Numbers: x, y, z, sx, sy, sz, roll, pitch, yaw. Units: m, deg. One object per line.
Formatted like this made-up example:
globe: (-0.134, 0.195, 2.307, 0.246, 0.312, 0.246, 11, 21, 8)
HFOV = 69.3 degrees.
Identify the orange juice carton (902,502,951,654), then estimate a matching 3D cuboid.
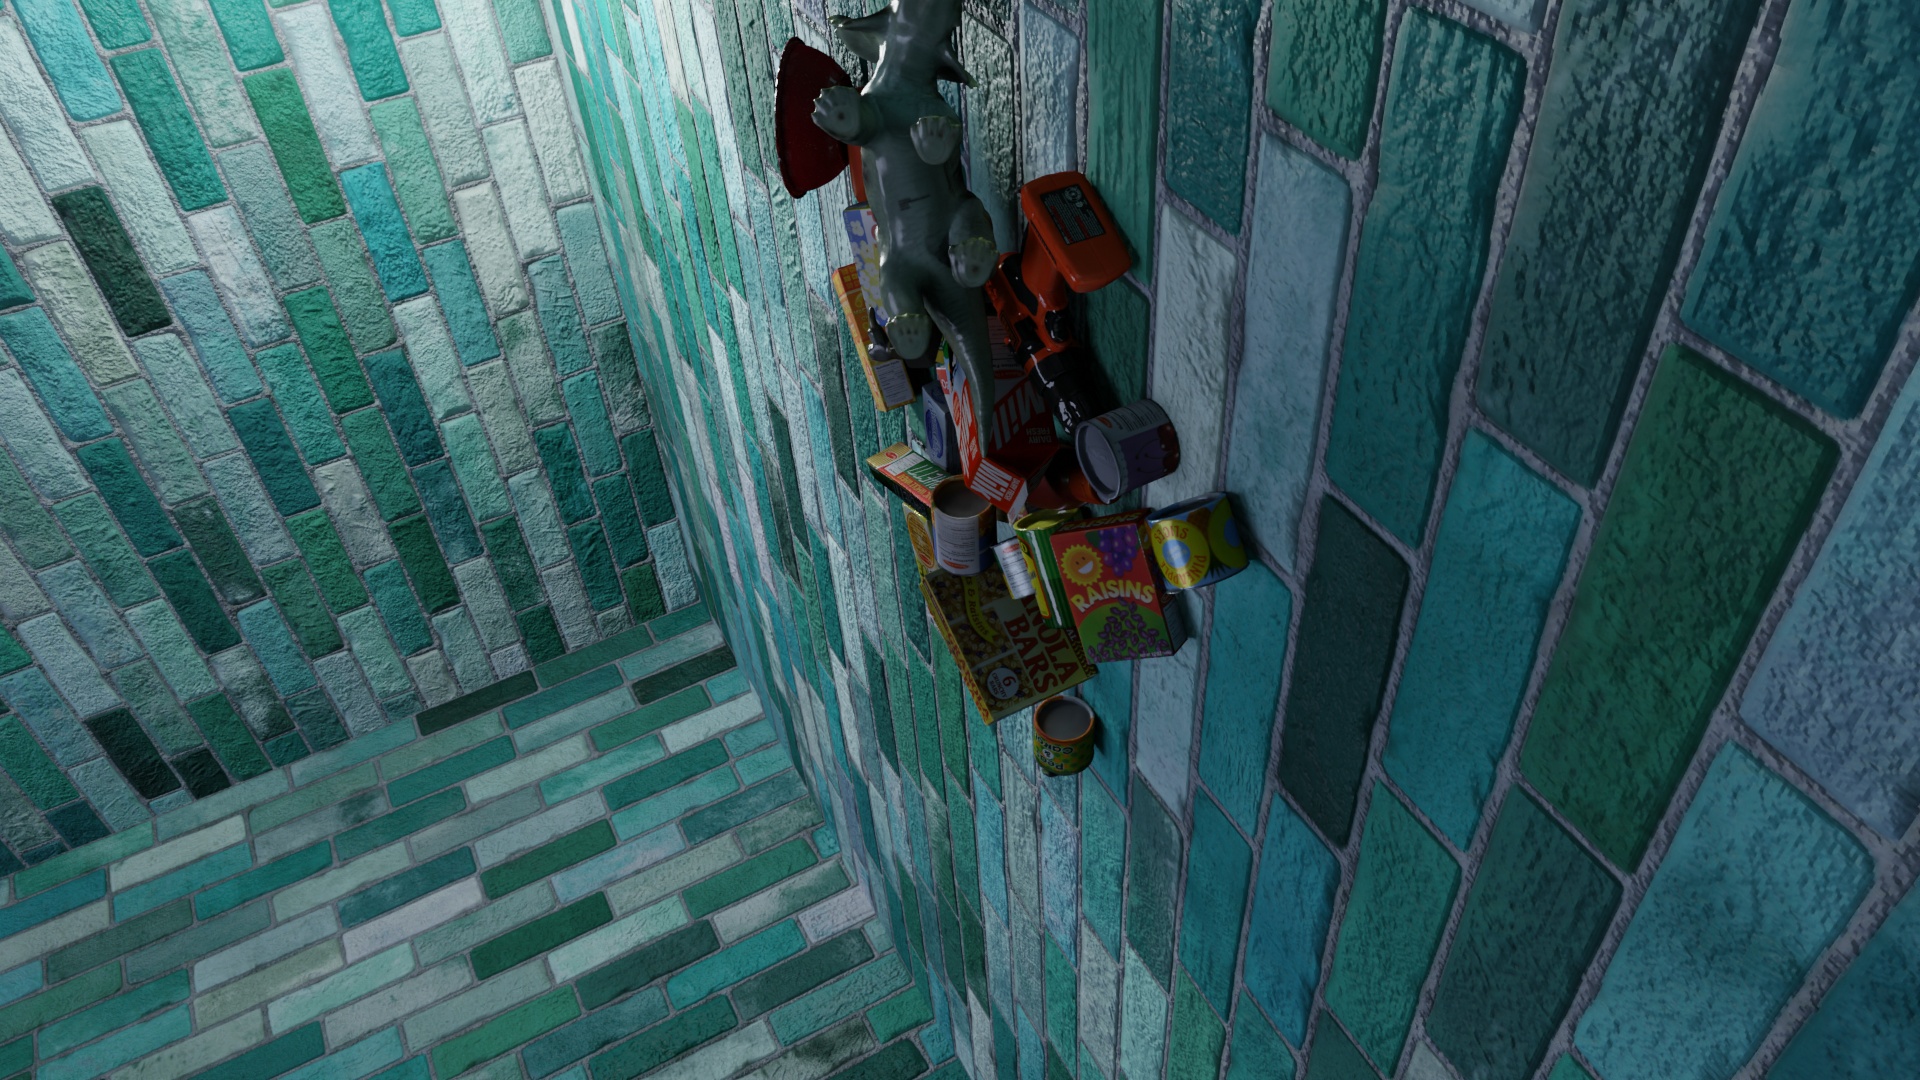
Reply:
orange juice carton: (-0.002, 0.038, 1.605, 0.073, 0.072, 0.191, 35, 143, 59)

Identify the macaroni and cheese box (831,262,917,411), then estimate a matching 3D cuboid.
macaroni and cheese box: (-0.099, -0.233, 1.588, 0.124, 0.040, 0.166, -143, 34, -80)

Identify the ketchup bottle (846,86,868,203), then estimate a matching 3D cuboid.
ketchup bottle: (-0.092, -0.382, 1.418, 0.148, 0.043, 0.065, 86, 163, -45)

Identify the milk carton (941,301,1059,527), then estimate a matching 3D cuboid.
milk carton: (0.036, -0.112, 1.232, 0.072, 0.073, 0.191, 113, 150, -64)

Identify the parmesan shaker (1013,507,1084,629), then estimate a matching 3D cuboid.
parmesan shaker: (0.096, 0.026, 1.313, 0.071, 0.071, 0.103, 17, 127, 67)

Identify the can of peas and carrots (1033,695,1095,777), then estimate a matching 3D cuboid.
can of peas and carrots: (0.109, 0.210, 1.487, 0.071, 0.071, 0.058, 52, 155, 41)

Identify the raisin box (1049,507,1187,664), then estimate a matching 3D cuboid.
raisin box: (0.137, 0.040, 1.198, 0.086, 0.040, 0.123, -10, 106, 33)

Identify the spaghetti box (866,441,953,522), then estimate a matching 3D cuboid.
spaghetti box: (-0.044, -0.064, 1.566, 0.028, 0.050, 0.250, 65, 168, -24)

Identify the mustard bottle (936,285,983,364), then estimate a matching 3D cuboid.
mustard bottle: (-0.010, -0.238, 1.322, 0.065, 0.049, 0.159, 22, 143, 8)

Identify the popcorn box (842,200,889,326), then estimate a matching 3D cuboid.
popcorn box: (-0.063, -0.282, 1.408, 0.085, 0.038, 0.126, 4, 119, 36)

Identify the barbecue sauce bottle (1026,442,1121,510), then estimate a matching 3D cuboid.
barbecue sauce bottle: (0.097, -0.056, 1.257, 0.148, 0.044, 0.064, 17, 127, 67)

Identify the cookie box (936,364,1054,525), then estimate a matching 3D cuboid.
cookie box: (0.039, -0.100, 1.381, 0.123, 0.040, 0.167, 18, 129, 67)

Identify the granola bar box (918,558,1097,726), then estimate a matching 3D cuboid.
granola bar box: (0.048, 0.091, 1.437, 0.166, 0.124, 0.039, 64, 162, 12)

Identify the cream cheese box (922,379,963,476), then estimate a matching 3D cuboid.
cream cheese box: (-0.018, -0.122, 1.543, 0.053, 0.024, 0.103, 52, 157, 37)

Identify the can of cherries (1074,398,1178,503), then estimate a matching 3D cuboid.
can of cherries: (0.133, -0.071, 1.112, 0.072, 0.058, 0.071, 53, 156, 36)

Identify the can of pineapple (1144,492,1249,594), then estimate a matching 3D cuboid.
can of pineapple: (0.178, 0.001, 1.051, 0.057, 0.071, 0.071, 70, 162, -7)

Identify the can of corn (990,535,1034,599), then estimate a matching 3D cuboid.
can of corn: (0.072, 0.020, 1.385, 0.058, 0.071, 0.071, 68, 162, -1)

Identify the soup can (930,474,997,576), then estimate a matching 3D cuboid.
soup can: (0.005, -0.018, 1.408, 0.071, 0.071, 0.083, 53, 158, 37)
